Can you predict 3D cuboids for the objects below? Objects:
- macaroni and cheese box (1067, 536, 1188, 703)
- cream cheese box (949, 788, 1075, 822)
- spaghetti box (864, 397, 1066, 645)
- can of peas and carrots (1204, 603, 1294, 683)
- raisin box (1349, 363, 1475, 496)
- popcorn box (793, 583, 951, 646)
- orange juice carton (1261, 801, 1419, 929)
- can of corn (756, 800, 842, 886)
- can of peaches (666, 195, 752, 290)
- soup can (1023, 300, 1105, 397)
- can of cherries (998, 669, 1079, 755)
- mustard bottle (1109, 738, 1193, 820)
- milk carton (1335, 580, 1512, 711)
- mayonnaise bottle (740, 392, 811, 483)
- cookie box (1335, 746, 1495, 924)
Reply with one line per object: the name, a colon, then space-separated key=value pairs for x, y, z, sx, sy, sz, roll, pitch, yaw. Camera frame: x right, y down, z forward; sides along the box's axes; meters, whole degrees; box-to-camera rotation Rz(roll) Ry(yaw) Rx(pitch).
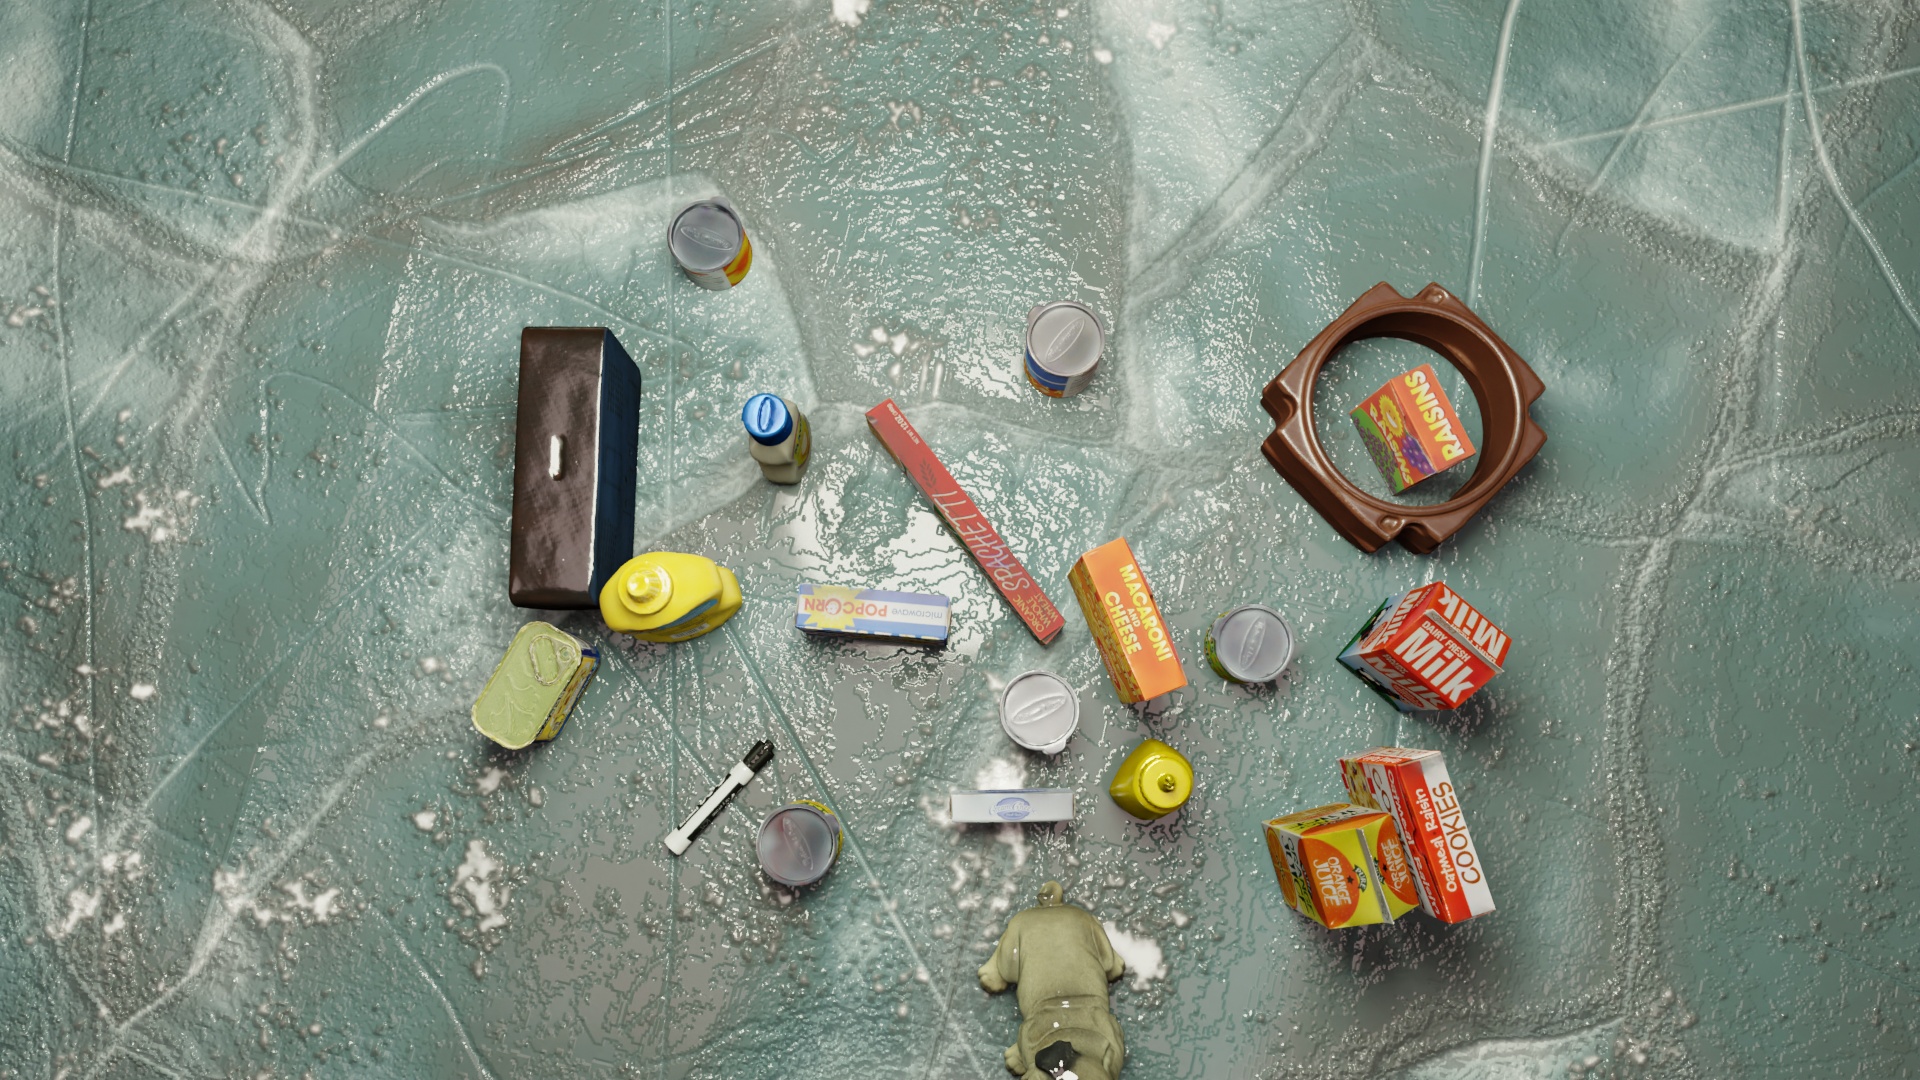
macaroni and cheese box: x=0.133 y=0.068 z=1.126 sx=0.040 sy=0.166 sz=0.124 roll=-23 pitch=83 yaw=-3
cream cheese box: x=0.043 y=0.221 z=1.162 sx=0.104 sy=0.053 sz=0.024 roll=-1 pitch=83 yaw=0
spaghetti box: x=0.004 y=-0.015 z=1.196 sx=0.029 sy=0.050 sz=0.250 roll=-38 pitch=84 yaw=-4
can of peas and carrots: x=0.241 y=0.088 z=1.178 sx=0.071 sy=0.058 sz=0.071 roll=0 pitch=82 yaw=0
raisin box: x=0.378 y=-0.091 z=1.170 sx=0.040 sy=0.123 sz=0.086 roll=-24 pitch=83 yaw=-3
popcorn box: x=-0.071 y=0.063 z=1.168 sx=0.127 sy=0.085 sz=0.038 roll=5 pitch=83 yaw=1
orange juice carton: x=0.299 y=0.253 z=1.087 sx=0.073 sy=0.192 sz=0.072 roll=-15 pitch=83 yaw=-2
can of corn: x=-0.130 y=0.249 z=1.156 sx=0.071 sy=0.058 sz=0.071 roll=0 pitch=82 yaw=0
can of peaches: x=-0.219 y=-0.262 z=1.227 sx=0.071 sy=0.058 sz=0.071 roll=0 pitch=82 yaw=0
soup can: x=0.086 y=-0.166 z=1.200 sx=0.071 sy=0.083 sz=0.071 roll=0 pitch=83 yaw=0
can of cherries: x=0.065 y=0.145 z=1.170 sx=0.071 sy=0.058 sz=0.071 roll=0 pitch=82 yaw=0
mustard bottle: x=0.157 y=0.193 z=1.112 sx=0.049 sy=0.160 sz=0.065 roll=37 pitch=84 yaw=5
milk carton: x=0.373 y=0.086 z=1.112 sx=0.072 sy=0.190 sz=0.073 roll=41 pitch=85 yaw=5
mayonnaise bottle: x=-0.153 y=-0.089 z=1.157 sx=0.041 sy=0.148 sz=0.065 roll=8 pitch=83 yaw=1
cookie box: x=0.356 y=0.229 z=1.103 sx=0.040 sy=0.167 sz=0.123 roll=-18 pitch=83 yaw=-2
